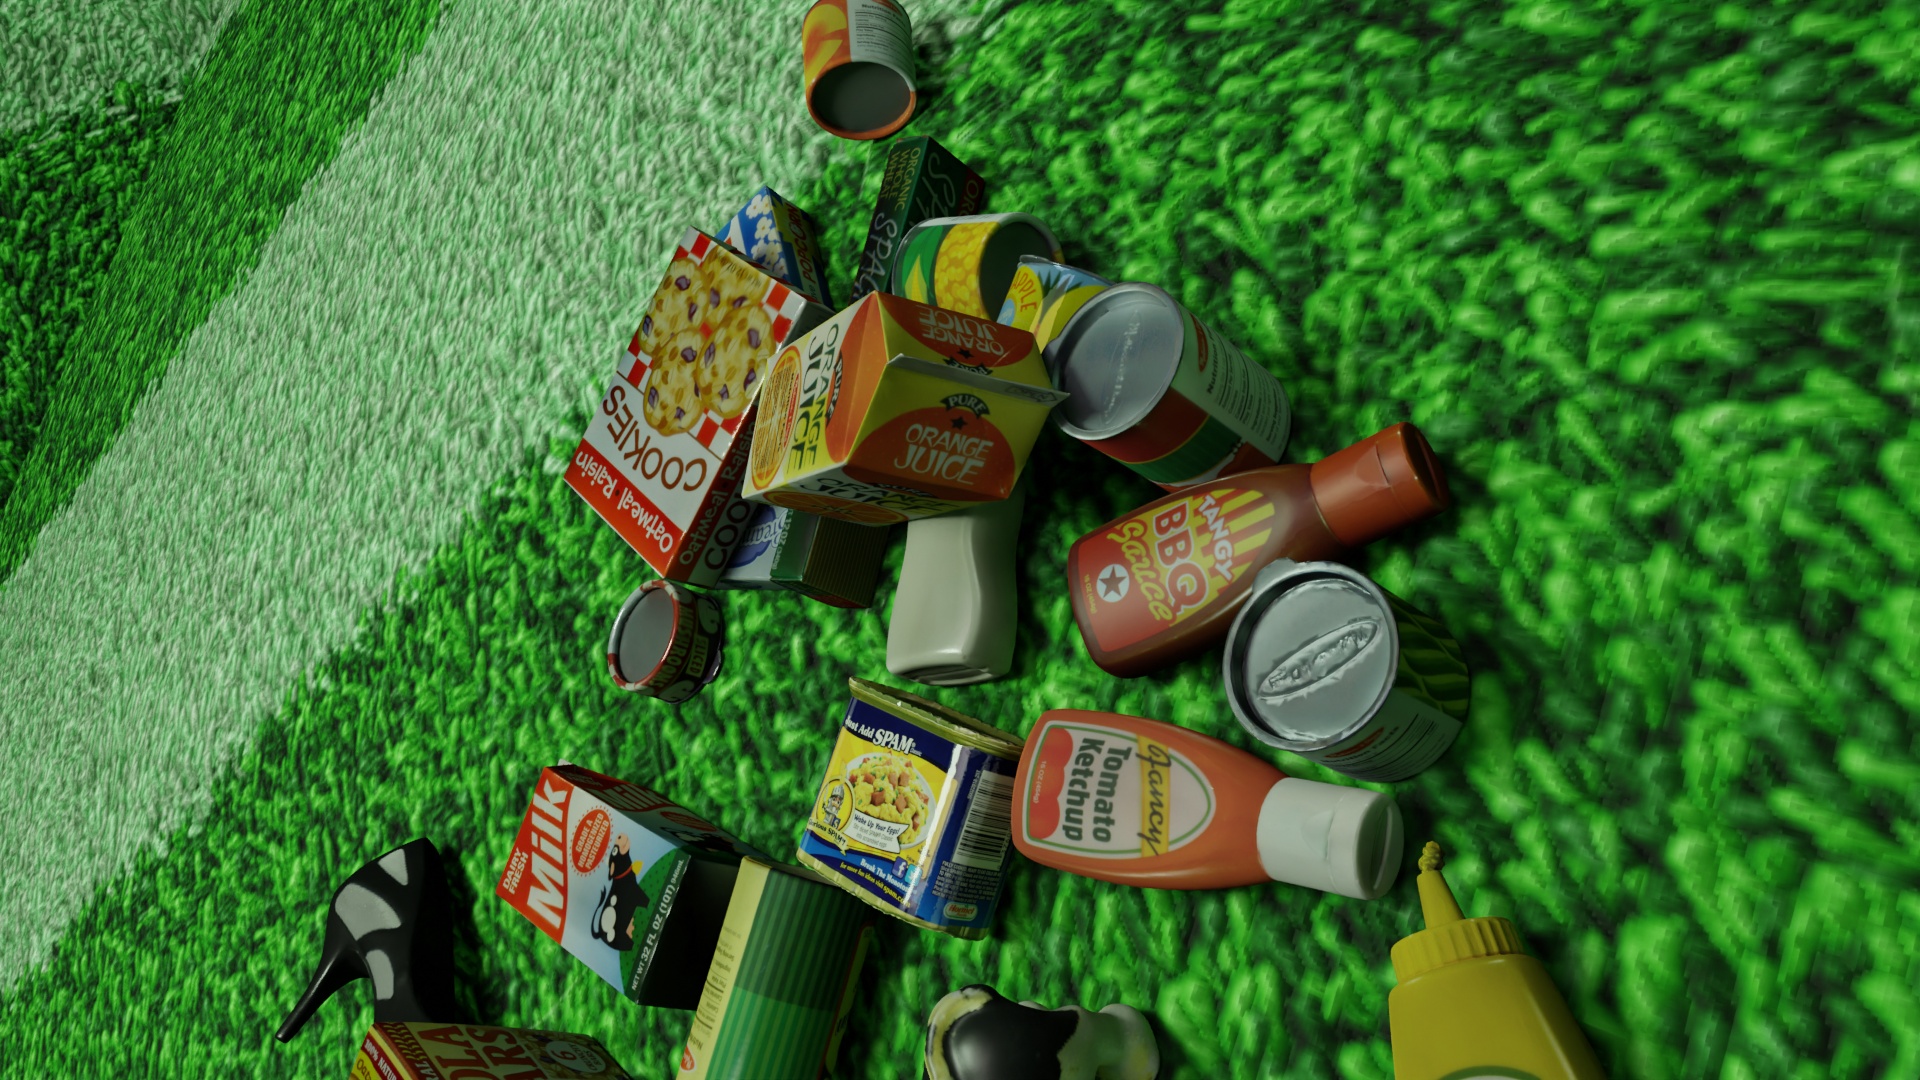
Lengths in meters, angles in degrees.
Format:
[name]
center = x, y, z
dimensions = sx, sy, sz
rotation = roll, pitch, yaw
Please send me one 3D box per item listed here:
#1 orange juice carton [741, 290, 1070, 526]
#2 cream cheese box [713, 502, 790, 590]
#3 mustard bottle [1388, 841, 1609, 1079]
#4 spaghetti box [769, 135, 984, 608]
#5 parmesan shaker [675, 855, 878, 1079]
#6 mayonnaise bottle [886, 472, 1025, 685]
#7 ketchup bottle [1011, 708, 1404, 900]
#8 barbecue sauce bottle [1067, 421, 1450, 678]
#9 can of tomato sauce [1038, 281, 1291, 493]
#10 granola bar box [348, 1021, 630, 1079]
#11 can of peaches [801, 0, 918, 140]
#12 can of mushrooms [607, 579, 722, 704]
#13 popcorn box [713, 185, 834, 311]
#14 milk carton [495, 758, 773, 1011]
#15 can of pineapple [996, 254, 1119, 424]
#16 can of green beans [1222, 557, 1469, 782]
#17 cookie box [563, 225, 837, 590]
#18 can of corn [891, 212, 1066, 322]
[orange juice carton]
center = -0.029, -0.054, 0.594
dimensions = 0.192, 0.072, 0.073
rotation = -9, 70, 65
[cream cheese box]
center = -0.115, 0.000, 0.771
dimensions = 0.103, 0.024, 0.053
rotation = -1, 72, 44
[mustard bottle]
center = 0.160, 0.166, 0.412
dimensions = 0.065, 0.049, 0.161
rotation = -30, 53, 29
[spaghetti box]
center = -0.041, -0.090, 0.724
dimensions = 0.028, 0.050, 0.250
rotation = 3, 74, 43
[parmesan shaker]
center = -0.079, 0.199, 0.613
dimensions = 0.071, 0.071, 0.103
rotation = 5, 75, 45
[mayonnaise bottle]
center = 0.002, -0.008, 0.652
dimensions = 0.064, 0.041, 0.148
rotation = -14, 61, 46
[ketchup bottle]
center = 0.088, 0.101, 0.517
dimensions = 0.148, 0.043, 0.065
rotation = 2, 74, 44
[barbecue sauce bottle]
center = 0.113, 0.001, 0.539
dimensions = 0.148, 0.043, 0.065
rotation = -27, 59, 32
[can of tomato sauce]
center = 0.084, -0.057, 0.565
dimensions = 0.071, 0.083, 0.071
rotation = -20, 59, 37
[granola bar box]
center = -0.194, 0.282, 0.644
dimensions = 0.165, 0.124, 0.039
rotation = 20, 88, 46
[can of peaches]
center = -0.060, -0.278, 0.819
dimensions = 0.071, 0.071, 0.058
rotation = -27, 55, 33
[can of mushrooms]
center = -0.167, 0.058, 0.789
dimensions = 0.071, 0.033, 0.071
rotation = -21, 57, 36
[popcorn box]
center = -0.121, -0.138, 0.831
dimensions = 0.085, 0.038, 0.127
rotation = -38, 50, 27
[milk carton]
center = -0.172, 0.170, 0.712
dimensions = 0.190, 0.073, 0.072
rotation = 12, 81, 46
[can of pineapple]
center = 0.045, -0.087, 0.626
dimensions = 0.071, 0.071, 0.058
rotation = 17, 84, 47
[can of green beans]
center = 0.135, 0.047, 0.485
dimensions = 0.071, 0.058, 0.071
rotation = -20, 59, 37
[cookie box]
center = -0.143, -0.074, 0.770
dimensions = 0.123, 0.040, 0.167
rotation = 37, 102, 40
[can of corn]
center = 0.010, -0.124, 0.680
dimensions = 0.058, 0.071, 0.071
rotation = 8, 78, 45
